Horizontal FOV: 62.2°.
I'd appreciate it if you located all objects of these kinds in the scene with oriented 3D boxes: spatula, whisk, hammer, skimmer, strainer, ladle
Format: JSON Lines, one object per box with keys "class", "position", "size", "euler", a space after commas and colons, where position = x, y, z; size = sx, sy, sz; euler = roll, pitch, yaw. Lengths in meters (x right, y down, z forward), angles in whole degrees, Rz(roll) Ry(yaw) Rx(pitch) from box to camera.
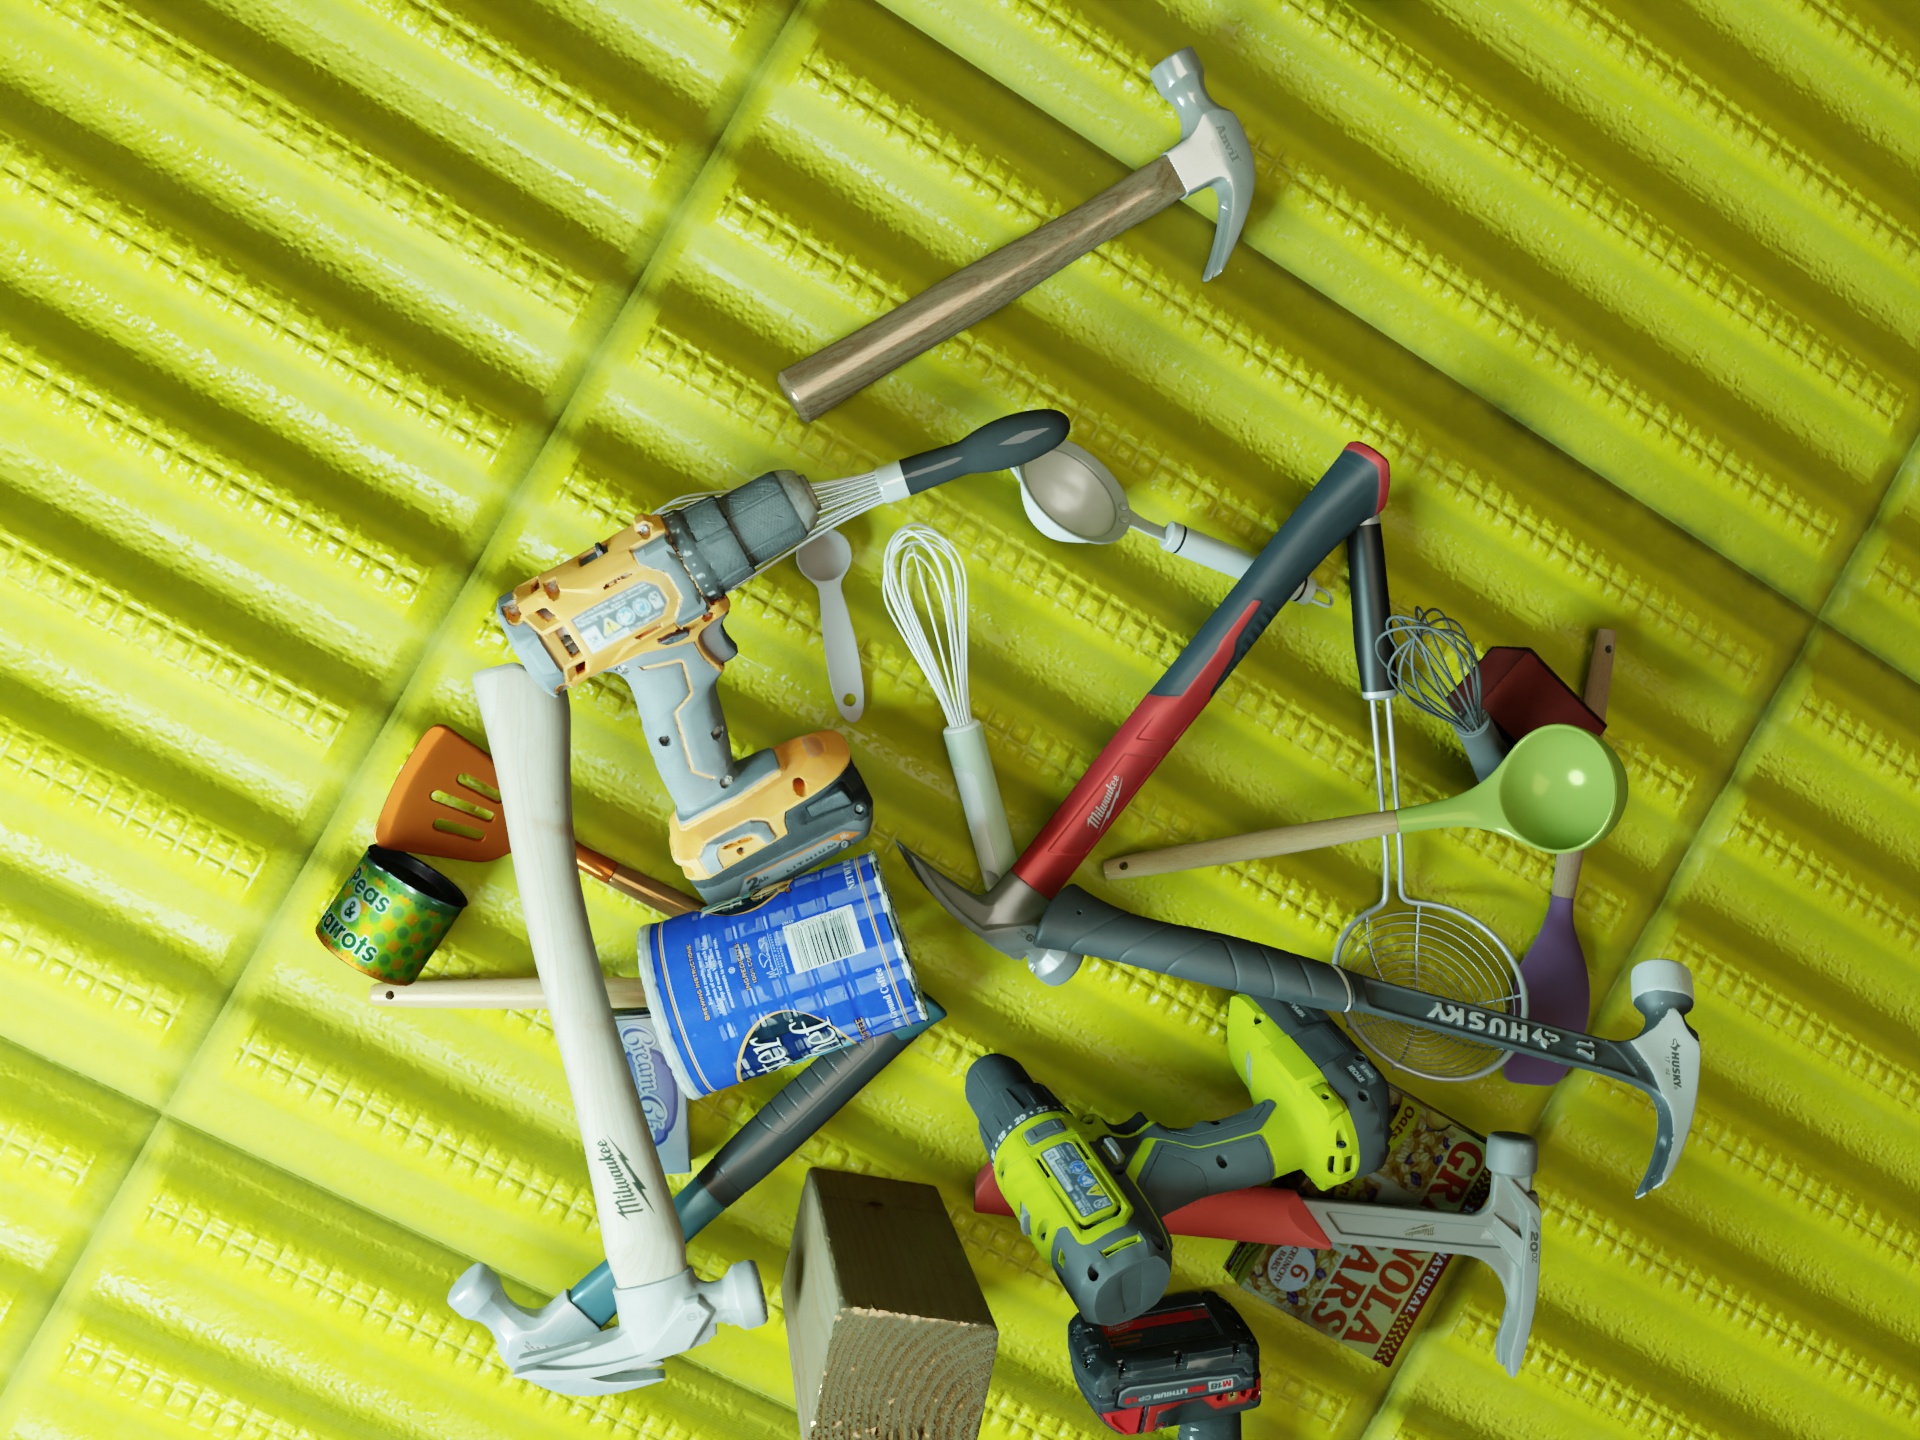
{"class": "spatula", "position": [-0.191, 0.106, 0.972], "size": [0.322, 0.041, 0.081], "euler": [28, 89, -11]}
{"class": "whisk", "position": [-0.071, -0.132, 0.944], "size": [0.284, 0.070, 0.070], "euler": [-19, 97, 3]}
{"class": "hammer", "position": [0.244, 0.170, 0.952], "size": [0.409, 0.036, 0.149], "euler": [14, 55, -1]}
{"class": "skimmer", "position": [0.288, 0.044, 1.021], "size": [0.127, 0.090, 0.363], "euler": [-8, 95, -9]}
{"class": "strainer", "position": [0.127, -0.117, 1.008], "size": [0.258, 0.050, 0.087], "euler": [19, 47, -15]}
{"class": "hammer", "position": [0.187, 0.325, 1.018], "size": [0.359, 0.036, 0.149], "euler": [5, 88, 1]}
{"class": "hammer", "position": [-0.143, 0.278, 0.974], "size": [0.331, 0.033, 0.128], "euler": [-42, 104, -7]}
{"class": "ladle", "position": [0.243, 0.065, 0.984], "size": [0.320, 0.062, 0.078], "euler": [-11, 73, 14]}
{"class": "spatula", "position": [0.416, 0.095, 1.082], "size": [0.059, 0.018, 0.316], "euler": [6, 94, -11]}
{"class": "hammer", "position": [0.125, -0.024, 0.982], "size": [0.143, 0.038, 0.386], "euler": [39, 89, -25]}
{"class": "hammer", "position": [0.038, -0.279, 0.986], "size": [0.331, 0.031, 0.130], "euler": [-32, 98, -5]}
{"class": "hammer", "position": [-0.229, 0.171, 0.923], "size": [0.146, 0.038, 0.410], "euler": [-14, 91, -9]}
{"class": "whisk", "position": [0.316, 0.003, 0.994], "size": [0.055, 0.055, 0.238], "euler": [-48, 134, -3]}
{"class": "whisk", "position": [-0.002, -0.003, 0.994], "size": [0.059, 0.058, 0.246], "euler": [-24, 104, -41]}

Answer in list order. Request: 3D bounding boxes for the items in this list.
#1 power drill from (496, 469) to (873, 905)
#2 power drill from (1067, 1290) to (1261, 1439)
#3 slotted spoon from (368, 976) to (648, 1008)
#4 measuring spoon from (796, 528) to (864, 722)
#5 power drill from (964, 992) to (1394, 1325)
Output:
{"class": "power drill", "position": [-0.130, -0.021, 0.918], "size": [0.185, 0.084, 0.226], "euler": [-30, 118, -3]}
{"class": "power drill", "position": [0.116, 0.505, 1.037], "size": [0.188, 0.080, 0.226], "euler": [-6, 98, -8]}
{"class": "slotted spoon", "position": [-0.200, 0.163, 0.965], "size": [0.313, 0.031, 0.070], "euler": [-1, 84, -1]}
{"class": "measuring spoon", "position": [-0.078, -0.059, 0.995], "size": [0.034, 0.018, 0.124], "euler": [-11, 103, -8]}
{"class": "power drill", "position": [0.128, 0.247, 0.980], "size": [0.228, 0.191, 0.080], "euler": [-18, 127, -17]}
